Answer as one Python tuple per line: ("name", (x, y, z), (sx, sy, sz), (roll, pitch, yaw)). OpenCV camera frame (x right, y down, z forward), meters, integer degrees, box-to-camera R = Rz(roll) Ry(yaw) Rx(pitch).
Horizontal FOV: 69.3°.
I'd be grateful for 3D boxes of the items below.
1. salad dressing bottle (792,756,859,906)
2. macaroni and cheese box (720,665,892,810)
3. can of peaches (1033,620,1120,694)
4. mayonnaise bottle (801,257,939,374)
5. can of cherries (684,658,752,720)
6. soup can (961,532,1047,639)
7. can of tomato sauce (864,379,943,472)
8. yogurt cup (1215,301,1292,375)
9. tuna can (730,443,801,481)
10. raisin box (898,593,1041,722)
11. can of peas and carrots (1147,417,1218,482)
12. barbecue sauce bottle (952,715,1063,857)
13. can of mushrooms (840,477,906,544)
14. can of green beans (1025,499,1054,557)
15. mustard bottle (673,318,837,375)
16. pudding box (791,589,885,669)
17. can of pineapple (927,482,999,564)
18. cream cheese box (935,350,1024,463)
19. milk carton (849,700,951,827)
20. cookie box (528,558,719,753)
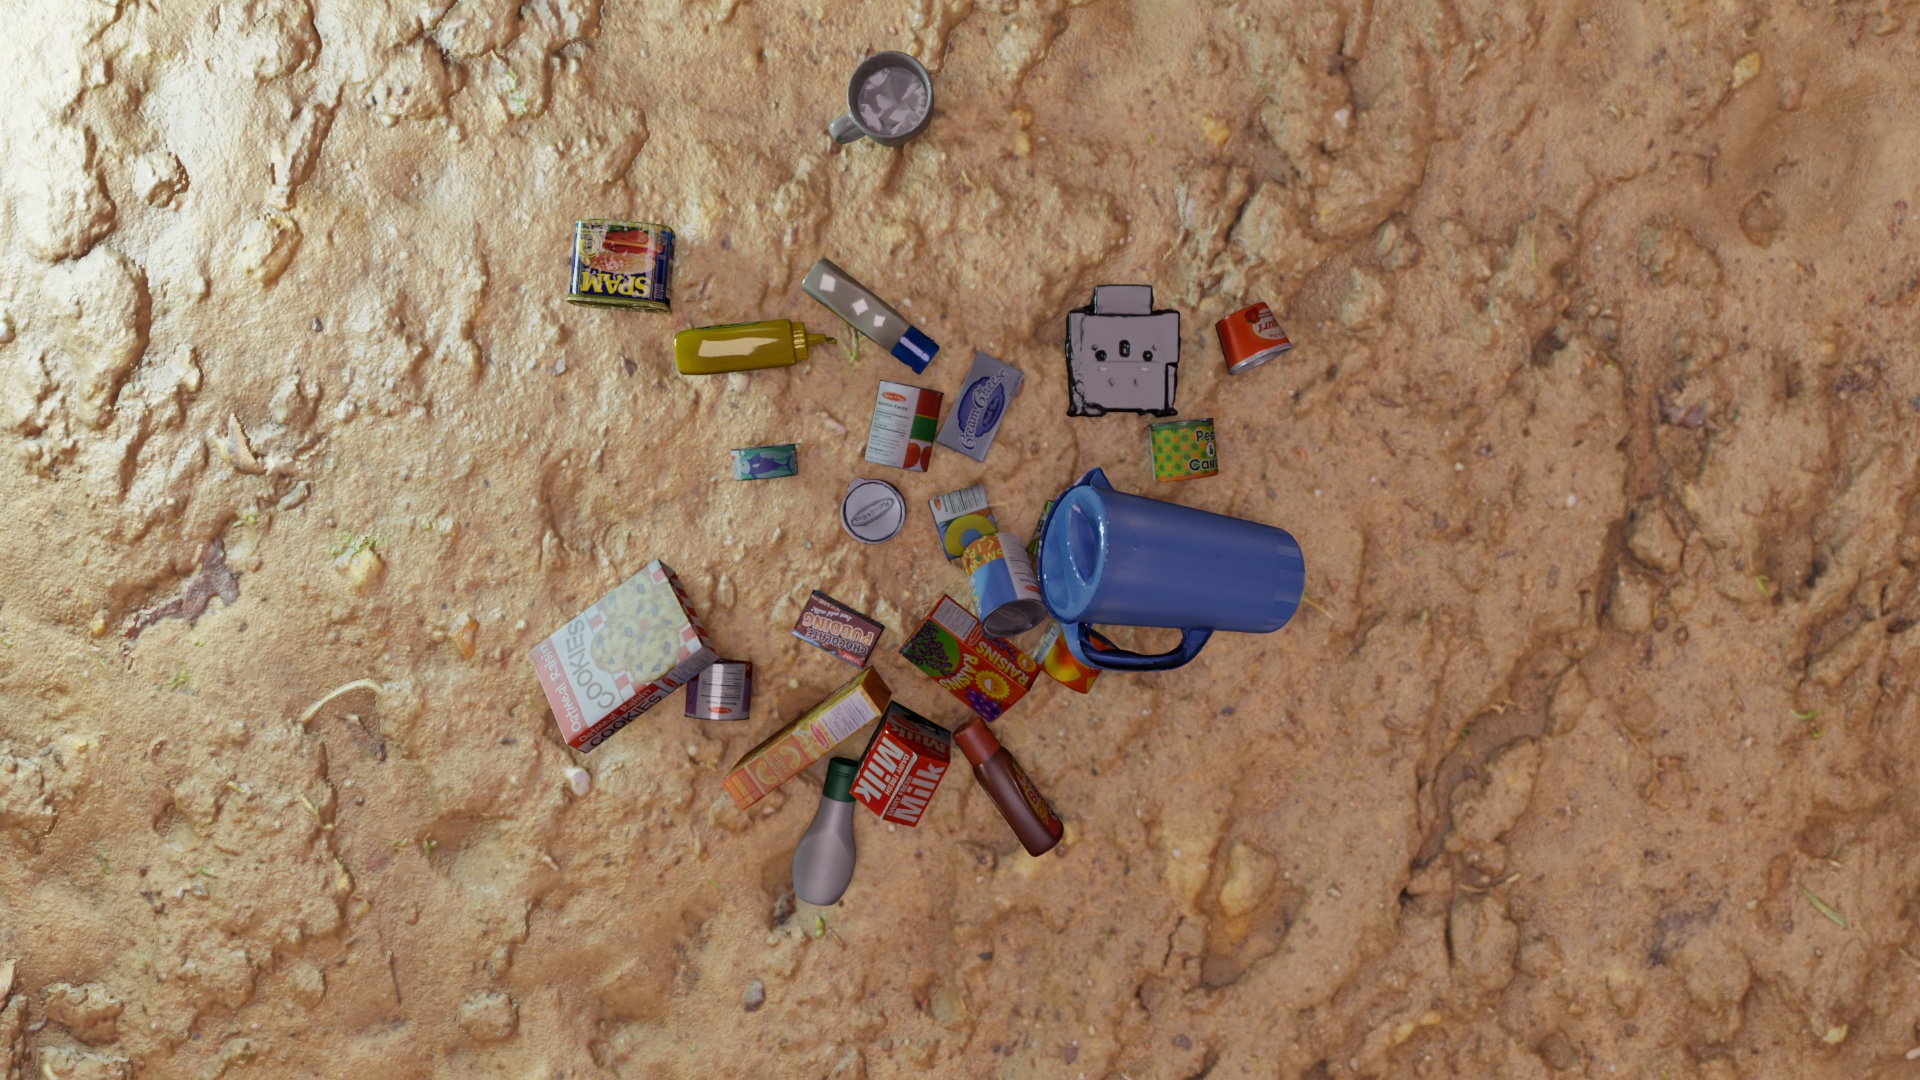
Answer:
("salad dressing bottle", (-0.133, 0.299, 1.434), (0.064, 0.044, 0.147), (13, 93, 2))
("macaroni and cheese box", (-0.150, 0.196, 1.387), (0.166, 0.124, 0.040), (-35, 92, 3))
("can of peaches", (0.117, 0.116, 1.407), (0.071, 0.071, 0.058), (31, 94, -1))
("mayonnaise bottle", (-0.090, -0.224, 1.392), (0.148, 0.065, 0.041), (37, 97, -5))
("can of cherries", (-0.247, 0.151, 1.414), (0.071, 0.071, 0.058), (3, 89, 1))
("soup can", (0.040, 0.045, 1.370), (0.071, 0.071, 0.084), (-20, 56, 2))
("can of tomato sauce", (-0.056, -0.115, 1.397), (0.071, 0.071, 0.083), (12, 94, 0))
("yogurt cup", (0.290, -0.203, 1.388), (0.072, 0.072, 0.054), (-23, 86, 2))
("tuna can", (-0.195, -0.079, 1.400), (0.071, 0.071, 0.032), (-5, 95, 1))
("raisin box", (0.009, 0.120, 1.399), (0.123, 0.085, 0.040), (37, 50, -2))
("can of peas and carrots", (0.225, -0.091, 1.392), (0.071, 0.071, 0.058), (-6, 95, 1))
("barbecue sauce bottle", (0.047, 0.248, 1.416), (0.043, 0.065, 0.148), (-34, 95, 11))
("can of mushrooms", (-0.089, -0.032, 1.417), (0.071, 0.033, 0.071), (0, 94, 1))
("can of green beans", (0.107, -0.004, 1.400), (0.071, 0.071, 0.057), (21, 94, -1))
("mustard bottle", (-0.204, -0.196, 1.396), (0.160, 0.065, 0.048), (-7, 99, -5))
("pudding box", (-0.126, 0.092, 1.427), (0.084, 0.030, 0.049), (28, 95, -1))
("can of pineapple", (0.005, -0.018, 1.402), (0.058, 0.071, 0.071), (-19, 94, 2))
("cream cheese box", (0.020, -0.135, 1.414), (0.053, 0.024, 0.103), (25, 94, -1))
("milk carton", (-0.057, 0.219, 1.354), (0.073, 0.191, 0.072), (28, 94, -2))
("cookie box", (-0.340, 0.116, 1.397), (0.167, 0.040, 0.123), (-36, 58, 3))
